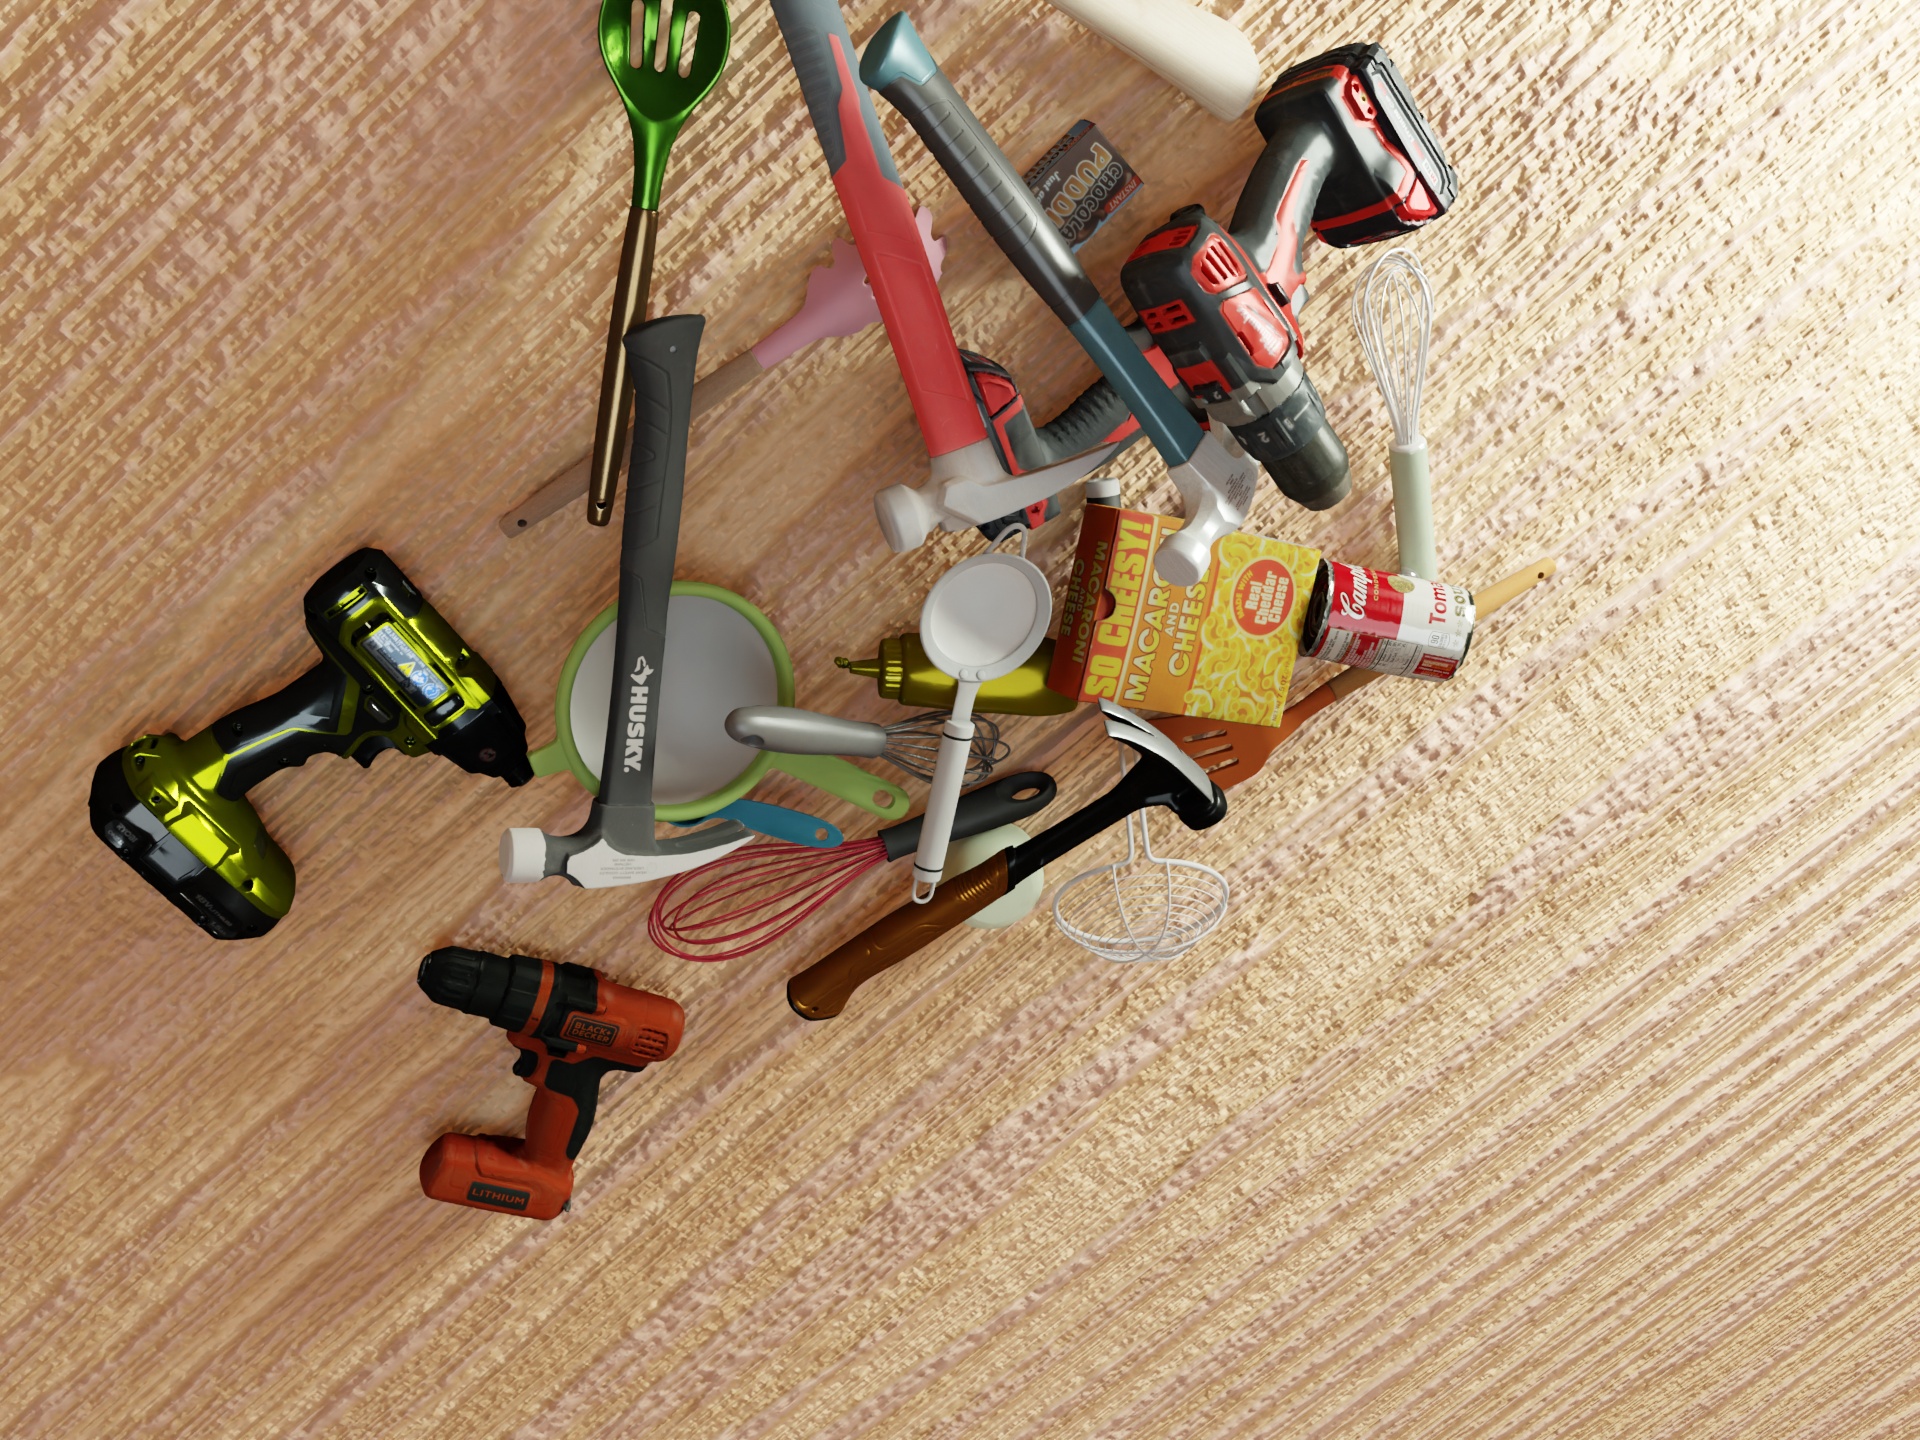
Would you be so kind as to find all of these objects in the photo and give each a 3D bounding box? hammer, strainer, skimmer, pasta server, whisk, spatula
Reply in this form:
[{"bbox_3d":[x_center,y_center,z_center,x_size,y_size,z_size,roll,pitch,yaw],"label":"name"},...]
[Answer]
[{"bbox_3d":[-0.007,-0.425,0.833,0.410,0.038,0.146,23,73,-27],"label":"hammer"},{"bbox_3d":[0.008,0.109,1.065,0.337,0.034,0.127,-34,131,22],"label":"hammer"},{"bbox_3d":[-0.145,0.003,1.019,0.256,0.069,0.151,27,90,-33],"label":"strainer"},{"bbox_3d":[0.113,0.009,1.104,0.127,0.090,0.363,-6,107,4],"label":"skimmer"},{"bbox_3d":[-0.143,-0.201,0.943,0.316,0.040,0.060,-32,119,7],"label":"pasta server"},{"bbox_3d":[-0.178,-0.066,0.921,0.146,0.035,0.334,2,103,-28],"label":"hammer"},{"bbox_3d":[0.058,-0.233,0.867,0.330,0.033,0.128,49,56,-21],"label":"hammer"},{"bbox_3d":[-0.071,0.092,1.083,0.296,0.073,0.073,-20,118,-11],"label":"whisk"},{"bbox_3d":[-0.036,-0.296,0.862,0.143,0.038,0.386,-22,103,-11],"label":"hammer"},{"bbox_3d":[-0.054,0.013,1.006,0.238,0.055,0.055,8,116,-48],"label":"whisk"},{"bbox_3d":[-0.002,-0.003,0.993,0.086,0.050,0.258,5,108,-25],"label":"strainer"},{"bbox_3d":[0.294,-0.190,1.047,0.059,0.058,0.246,-33,126,-25],"label":"whisk"},{"bbox_3d":[0.279,-0.036,1.130,0.322,0.041,0.081,-29,117,-4],"label":"spatula"}]

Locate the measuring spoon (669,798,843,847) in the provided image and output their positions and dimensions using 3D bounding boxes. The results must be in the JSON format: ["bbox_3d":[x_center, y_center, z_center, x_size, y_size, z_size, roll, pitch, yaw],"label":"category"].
[{"bbox_3d":[-0.140,0.061,1.056,0.128,0.021,0.042,17,89,-5],"label":"measuring spoon"}]

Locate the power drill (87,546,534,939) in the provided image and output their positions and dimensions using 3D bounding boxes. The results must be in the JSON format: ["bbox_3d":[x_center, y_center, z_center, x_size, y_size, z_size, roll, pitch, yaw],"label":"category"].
[{"bbox_3d":[-0.385,0.025,0.962,0.223,0.080,0.171,-35,118,1],"label":"power drill"}]

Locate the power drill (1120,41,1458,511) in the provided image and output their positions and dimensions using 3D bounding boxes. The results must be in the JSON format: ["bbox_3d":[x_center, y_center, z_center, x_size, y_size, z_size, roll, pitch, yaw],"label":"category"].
[{"bbox_3d":[0.199,-0.251,0.909,0.187,0.080,0.227,48,62,-27],"label":"power drill"}]

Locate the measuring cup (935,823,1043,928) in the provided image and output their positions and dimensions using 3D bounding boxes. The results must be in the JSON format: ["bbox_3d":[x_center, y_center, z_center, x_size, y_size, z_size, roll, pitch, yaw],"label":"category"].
[{"bbox_3d":[-0.013,0.140,1.130,0.167,0.038,0.083,-38,118,3],"label":"measuring cup"}]

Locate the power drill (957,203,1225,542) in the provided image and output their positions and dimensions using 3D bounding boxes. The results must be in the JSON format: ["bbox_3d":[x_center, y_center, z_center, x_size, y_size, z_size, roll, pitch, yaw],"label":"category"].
[{"bbox_3d":[0.086,-0.211,0.969,0.219,0.079,0.143,-25,119,-4],"label":"power drill"}]

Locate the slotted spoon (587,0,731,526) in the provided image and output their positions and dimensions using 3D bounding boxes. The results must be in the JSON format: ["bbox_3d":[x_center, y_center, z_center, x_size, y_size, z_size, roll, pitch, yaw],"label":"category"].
[{"bbox_3d":[-0.183,-0.261,0.890,0.070,0.031,0.313,7,109,-16],"label":"slotted spoon"}]
